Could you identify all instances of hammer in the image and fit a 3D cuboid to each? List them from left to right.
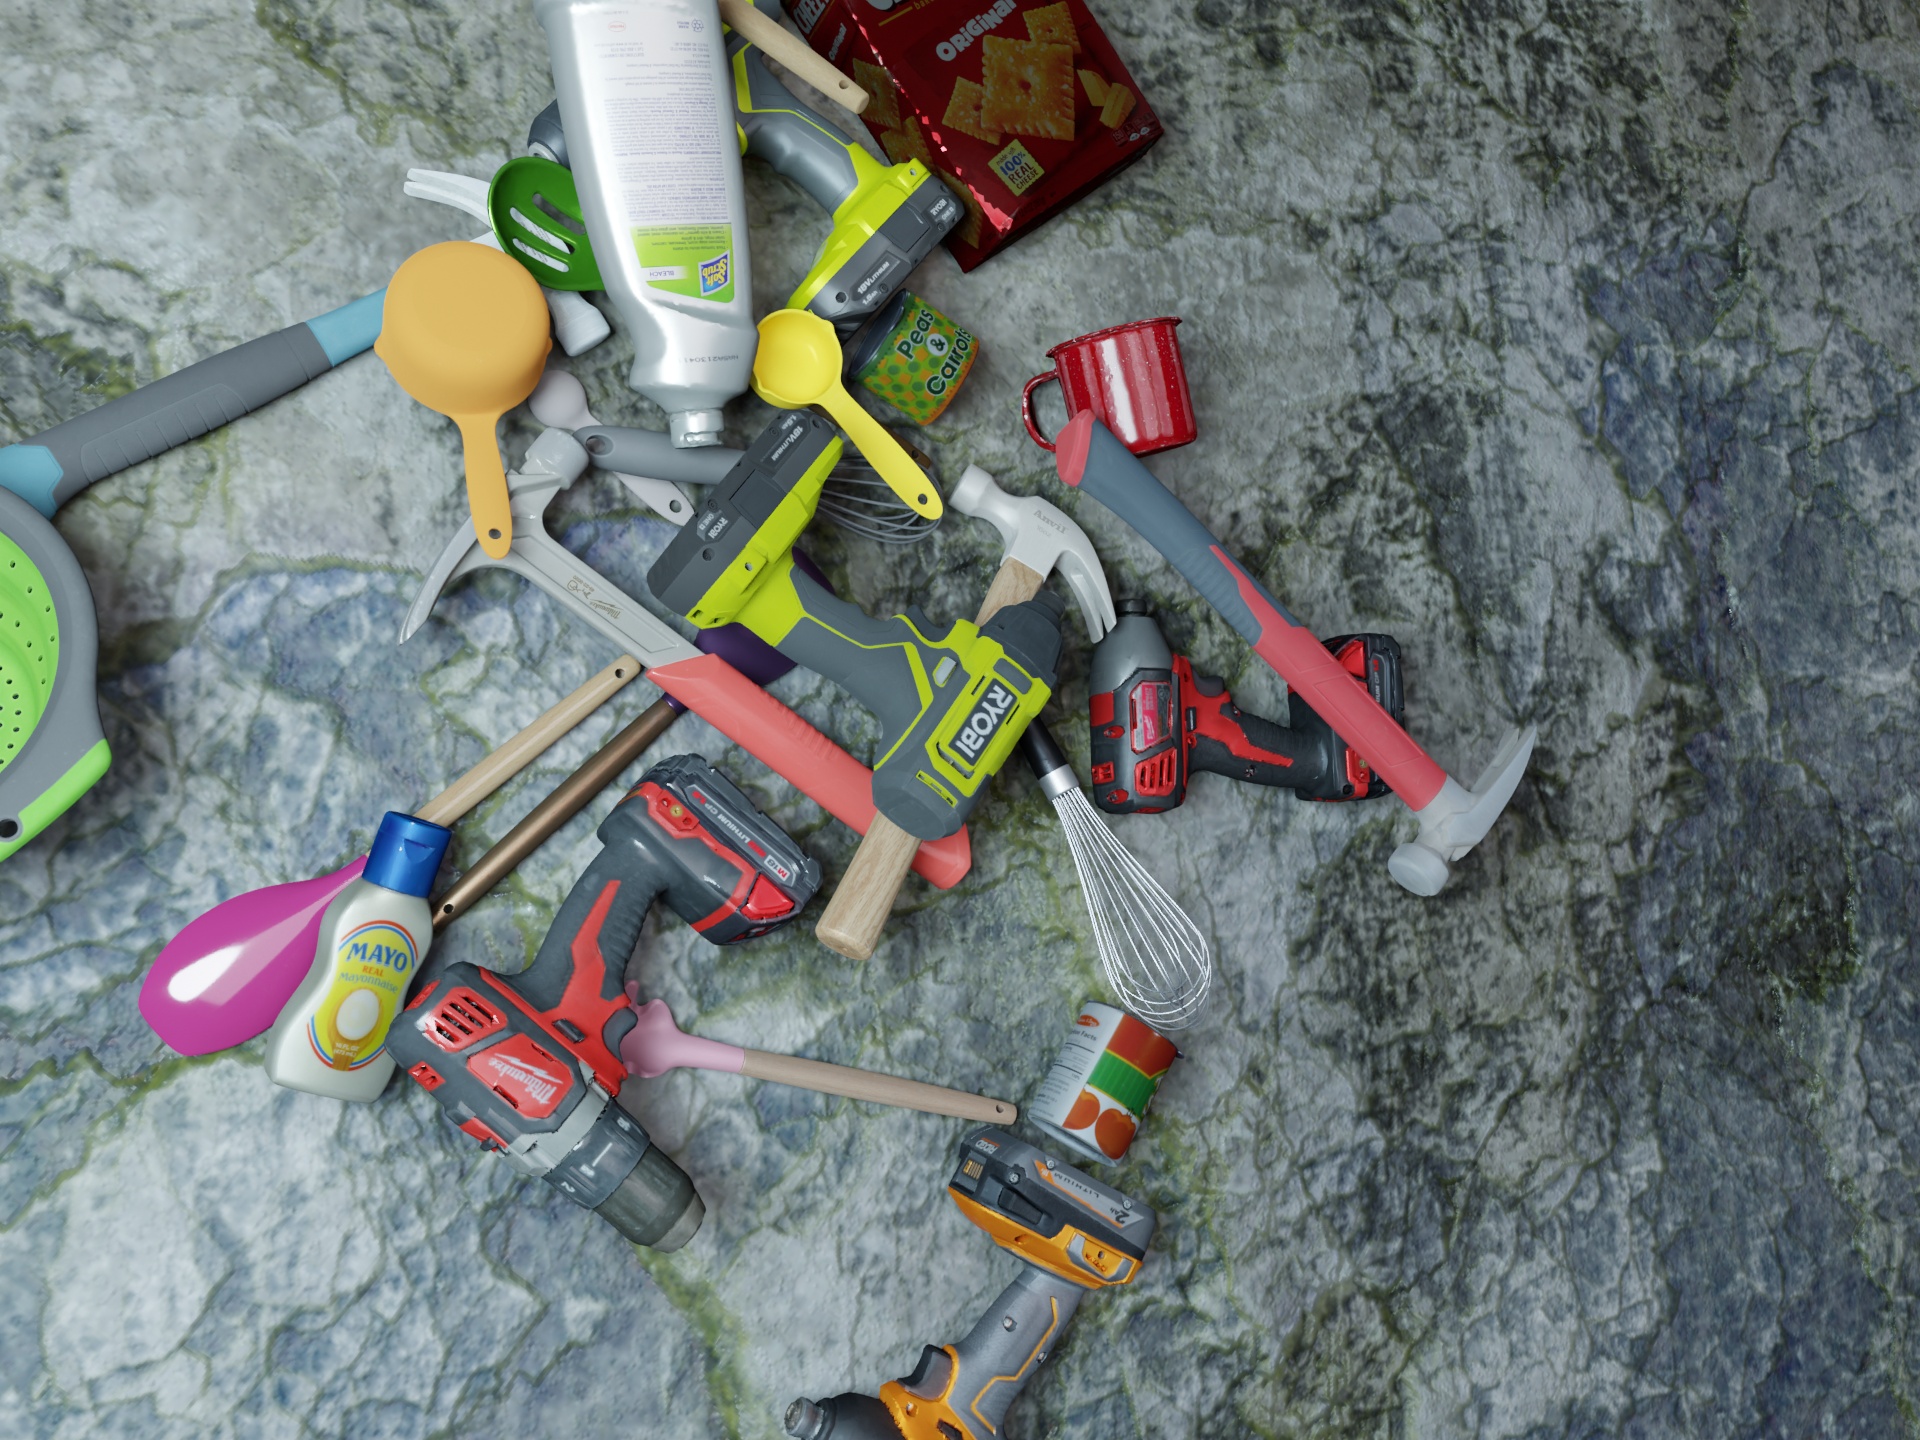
[{"bbox_3d":[-0.363,-0.198,0.869,0.331,0.033,0.128,-34,99,-24],"label":"hammer"},{"bbox_3d":[-0.140,-0.003,0.930,0.358,0.037,0.149,39,69,-20],"label":"hammer"},{"bbox_3d":[-0.002,-0.003,0.967,0.130,0.031,0.331,29,62,-8],"label":"hammer"},{"bbox_3d":[0.215,-0.066,1.038,0.386,0.038,0.143,44,71,-9],"label":"hammer"}]

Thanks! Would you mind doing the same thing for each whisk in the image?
[{"bbox_3d":[-0.117,-0.147,0.966,0.238,0.055,0.055,7,81,-24],"label":"whisk"},{"bbox_3d":[0.079,0.067,1.011,0.070,0.070,0.285,-25,82,-25],"label":"whisk"}]

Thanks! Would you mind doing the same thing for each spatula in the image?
[{"bbox_3d":[-0.188,0.011,0.933,0.316,0.018,0.059,-45,103,-23],"label":"spatula"}]

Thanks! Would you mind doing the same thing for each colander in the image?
[{"bbox_3d":[-0.558,-0.069,0.745,0.397,0.094,0.204,43,68,5],"label":"colander"}]

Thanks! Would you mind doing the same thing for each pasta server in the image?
[{"bbox_3d":[-0.102,0.204,0.939,0.316,0.040,0.060,17,59,-23],"label":"pasta server"}]

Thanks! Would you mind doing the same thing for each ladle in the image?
[{"bbox_3d":[-0.181,-0.451,0.916,0.320,0.062,0.078,38,83,7],"label":"ladle"}]

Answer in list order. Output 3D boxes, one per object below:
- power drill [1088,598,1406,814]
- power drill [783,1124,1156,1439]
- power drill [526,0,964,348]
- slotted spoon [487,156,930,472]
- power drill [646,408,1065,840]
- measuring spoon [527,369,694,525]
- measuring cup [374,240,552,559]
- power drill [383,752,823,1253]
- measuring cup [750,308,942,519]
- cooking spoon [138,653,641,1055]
[{"bbox_3d":[0.189,-0.009,1.080,0.219,0.078,0.143,0,83,-22],"label":"power drill"},{"bbox_3d":[0.005,0.364,0.947,0.164,0.084,0.226,31,76,-18],"label":"power drill"},{"bbox_3d":[-0.129,-0.338,0.971,0.228,0.080,0.190,43,68,-11],"label":"power drill"},{"bbox_3d":[-0.143,-0.230,0.958,0.313,0.031,0.070,29,71,-28],"label":"slotted spoon"},{"bbox_3d":[-0.049,-0.063,0.908,0.223,0.080,0.171,40,62,-11],"label":"power drill"},{"bbox_3d":[-0.204,-0.161,0.946,0.124,0.018,0.034,43,69,-15],"label":"measuring spoon"},{"bbox_3d":[-0.258,-0.175,0.850,0.095,0.052,0.174,-7,75,-22],"label":"measuring cup"},{"bbox_3d":[-0.168,0.150,0.856,0.188,0.080,0.227,44,53,-10],"label":"power drill"},{"bbox_3d":[-0.069,-0.179,0.961,0.156,0.029,0.062,47,72,-15],"label":"measuring cup"},{"bbox_3d":[-0.301,0.062,0.874,0.319,0.017,0.068,-42,103,-22],"label":"cooking spoon"}]
